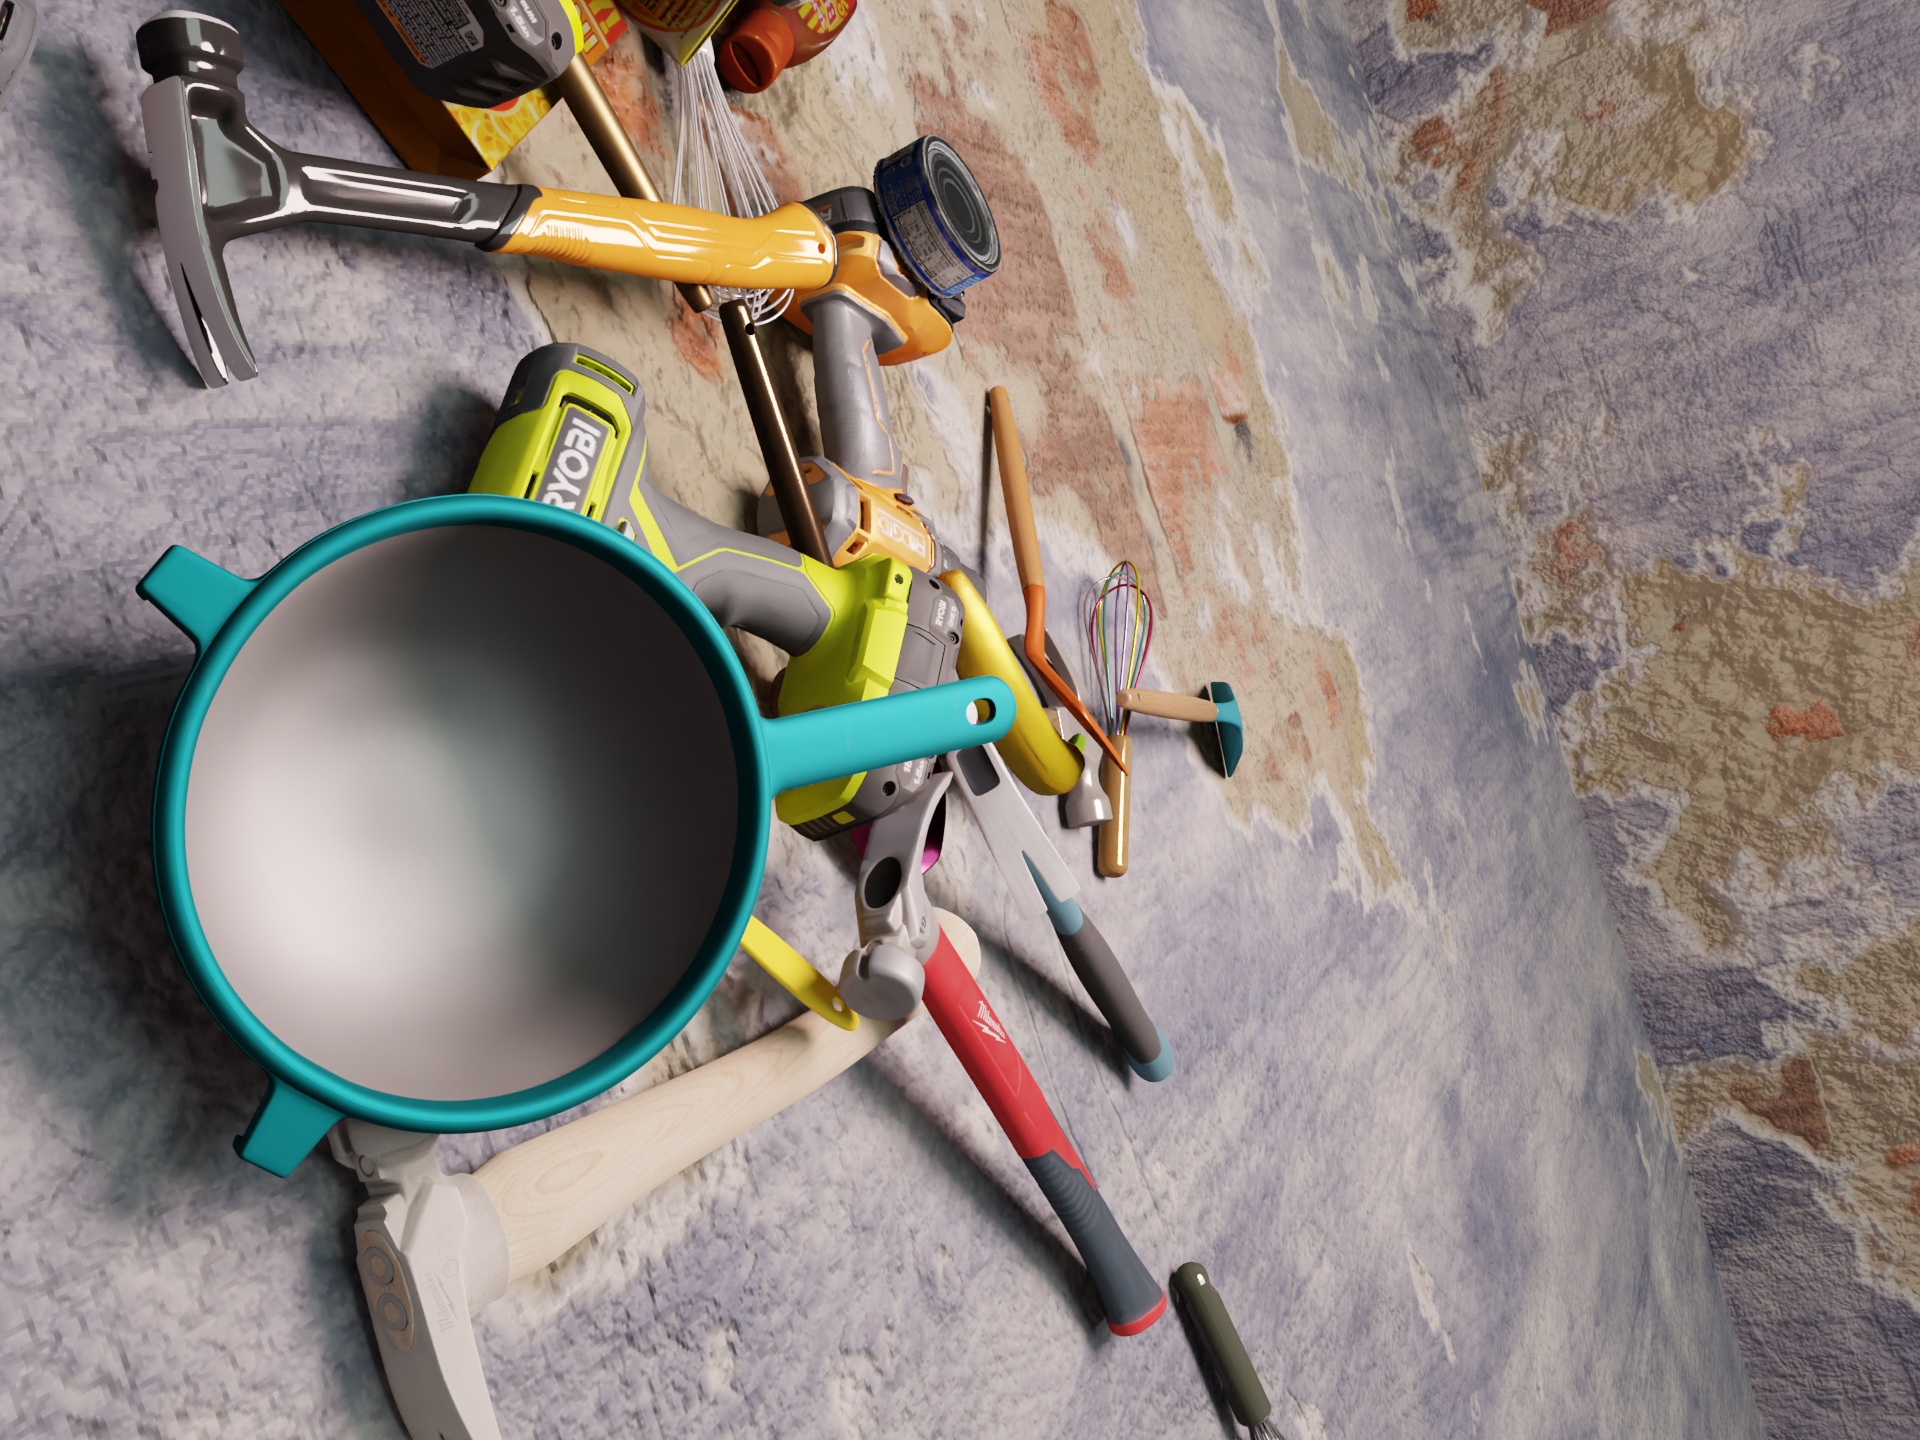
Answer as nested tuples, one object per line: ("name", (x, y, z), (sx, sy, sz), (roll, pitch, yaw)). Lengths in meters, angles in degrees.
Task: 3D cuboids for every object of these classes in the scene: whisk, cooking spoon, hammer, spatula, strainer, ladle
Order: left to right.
("ladle", (-0.192, -0.325, 0.711), (0.069, 0.031, 0.315), (-53, 126, -37))
("hammer", (-0.174, -0.206, 0.685), (0.336, 0.034, 0.127), (-13, 99, -51))
("strainer", (-0.131, 0.020, 0.600), (0.340, 0.095, 0.211), (-12, 98, -40))
("whisk", (-0.140, -0.337, 0.862), (0.070, 0.070, 0.285), (12, 61, -57))
("hammer", (-0.094, 0.173, 0.711), (0.410, 0.038, 0.146), (-18, 93, -60))
("cooking spoon", (-0.065, -0.055, 0.804), (0.069, 0.017, 0.318), (-34, 119, -35))
("hammer", (-0.002, -0.003, 0.954), (0.331, 0.031, 0.130), (8, 70, -58))
("hammer", (0.038, 0.204, 0.863), (0.143, 0.038, 0.385), (-78, 149, -48))
("spatula", (0.053, -0.106, 1.036), (0.080, 0.041, 0.323), (50, 26, -51))
("hammer", (0.067, 0.122, 0.944), (0.330, 0.033, 0.128), (59, 2, -44))
("whisk", (0.112, -0.004, 1.142), (0.051, 0.047, 0.245), (35, 52, -50))
("spatula", (0.169, -0.004, 1.197), (0.317, 0.044, 0.082), (7, 72, -64))
("whisk", (0.197, 0.466, 1.054), (0.246, 0.059, 0.058), (65, -6, -8))

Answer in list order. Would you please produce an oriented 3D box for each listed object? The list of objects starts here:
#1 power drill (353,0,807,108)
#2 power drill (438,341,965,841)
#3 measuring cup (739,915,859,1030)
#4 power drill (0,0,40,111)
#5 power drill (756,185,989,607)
("power drill", (-0.157, -0.361, 0.674), (0.229, 0.080, 0.190), (-55, 128, -32))
("power drill", (-0.115, -0.040, 0.696), (0.223, 0.080, 0.171), (27, 59, -29))
("measuring cup", (-0.094, 0.082, 0.714), (0.156, 0.029, 0.062), (44, 28, -12))
("power drill", (-0.347, -0.305, 0.473), (0.164, 0.084, 0.227), (30, 55, -50))
("power drill", (-0.042, -0.166, 0.922), (0.185, 0.084, 0.226), (24, 60, -56))
